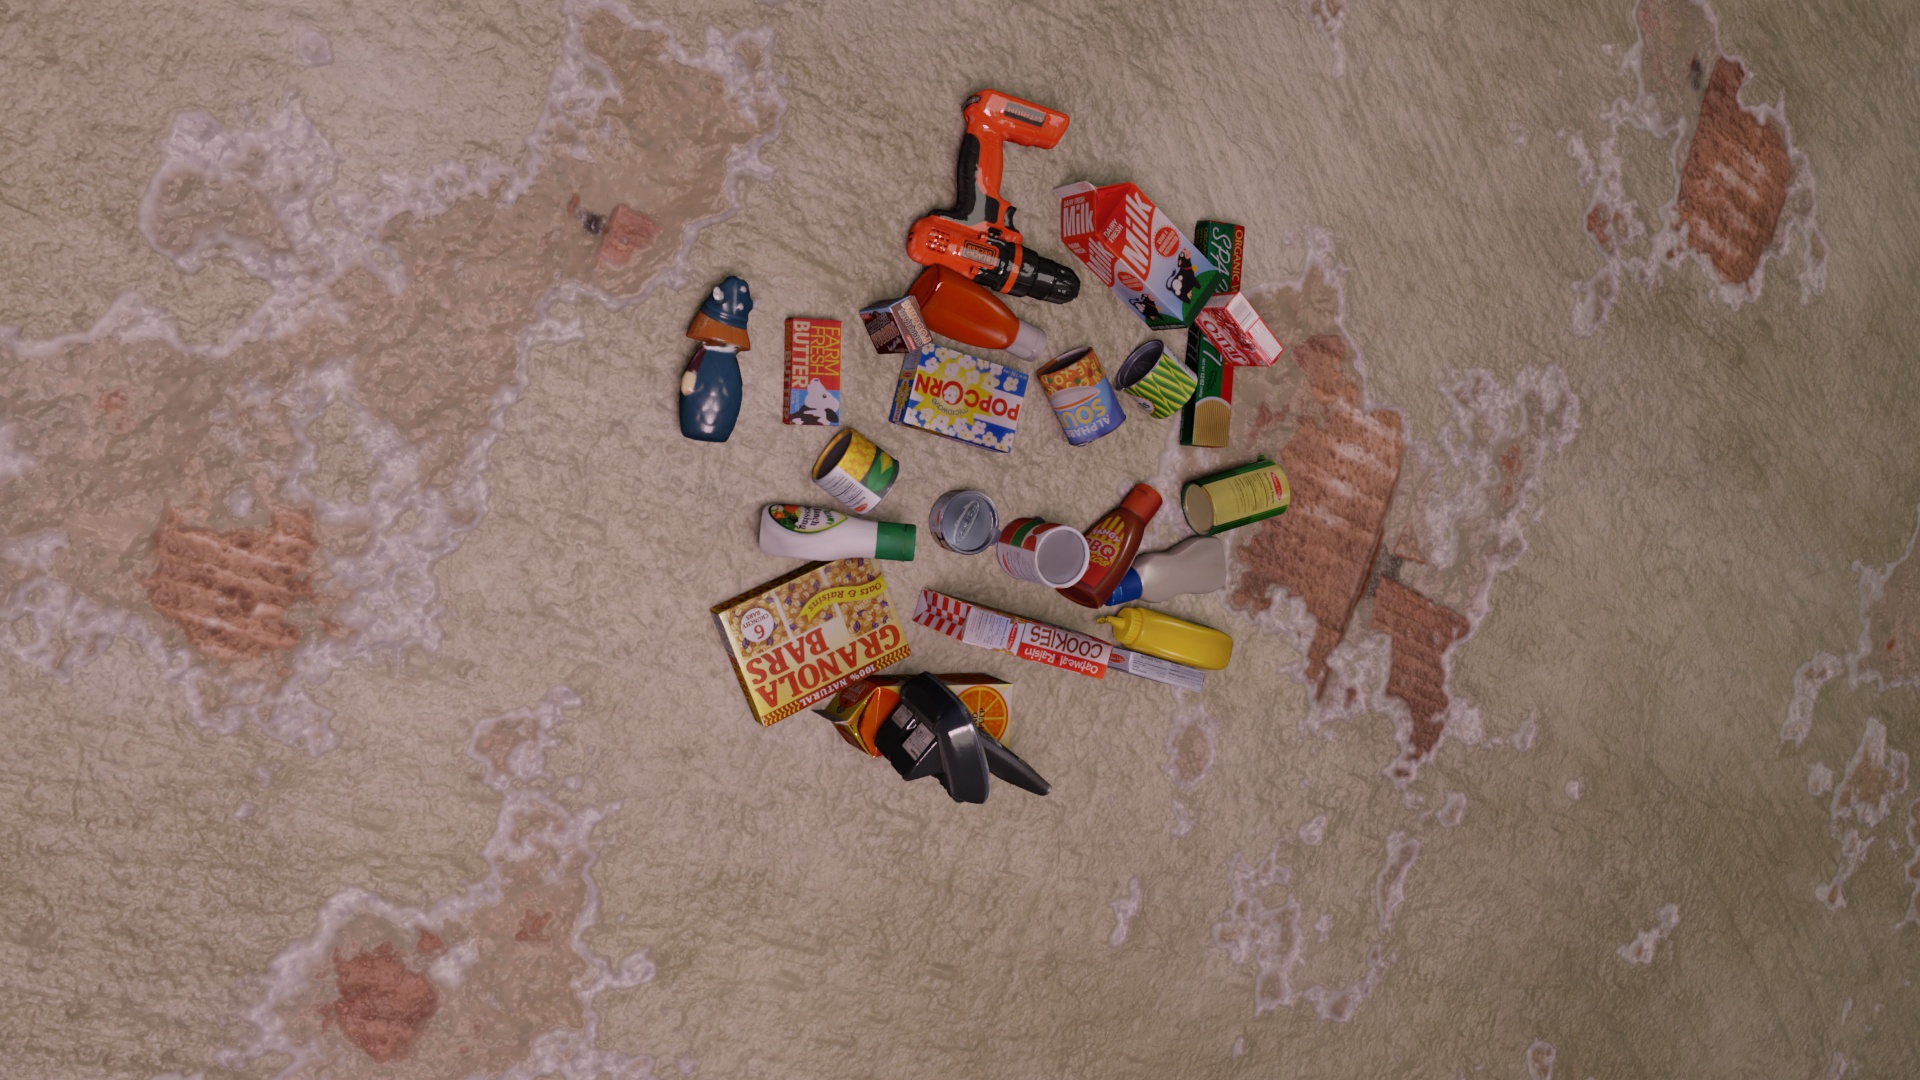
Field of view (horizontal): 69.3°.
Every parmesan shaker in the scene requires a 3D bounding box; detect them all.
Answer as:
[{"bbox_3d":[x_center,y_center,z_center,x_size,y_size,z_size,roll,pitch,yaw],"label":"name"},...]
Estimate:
[{"bbox_3d":[0.305,-0.050,1.548,0.103,0.071,0.071,-16,102,-23],"label":"parmesan shaker"}]

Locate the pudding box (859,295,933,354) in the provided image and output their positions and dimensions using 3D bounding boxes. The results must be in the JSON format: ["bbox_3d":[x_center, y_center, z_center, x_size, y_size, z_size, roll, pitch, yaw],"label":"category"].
[{"bbox_3d":[-0.063,-0.208,1.345,0.030,0.083,0.049,-30,108,-20],"label":"pudding box"}]

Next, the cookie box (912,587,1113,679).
[{"bbox_3d":[0.053,0.093,1.407,0.167,0.123,0.040,17,89,-26],"label":"cookie box"}]

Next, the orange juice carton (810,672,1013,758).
[{"bbox_3d":[-0.049,0.174,1.394,0.193,0.072,0.073,2,94,-26],"label":"orange juice carton"}]

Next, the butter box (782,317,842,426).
[{"bbox_3d":[-0.143,-0.163,1.344,0.053,0.024,0.103,-1,96,-26],"label":"butter box"}]

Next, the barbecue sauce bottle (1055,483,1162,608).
[{"bbox_3d":[0.163,0.003,1.488,0.149,0.065,0.043,-51,142,-22],"label":"barbecue sauce bottle"}]

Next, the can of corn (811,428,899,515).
[{"bbox_3d":[-0.102,-0.069,1.351,0.058,0.071,0.071,36,79,-24],"label":"can of corn"}]

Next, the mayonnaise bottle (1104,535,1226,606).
[{"bbox_3d":[0.221,0.038,1.529,0.148,0.041,0.064,-13,101,-23],"label":"mayonnaise bottle"}]

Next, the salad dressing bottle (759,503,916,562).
[{"bbox_3d":[-0.117,-0.005,1.331,0.148,0.064,0.043,6,118,-4],"label":"salad dressing bottle"}]

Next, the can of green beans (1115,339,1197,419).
[{"bbox_3d":[0.211,-0.172,1.490,0.057,0.071,0.071,39,78,-24],"label":"can of green beans"}]

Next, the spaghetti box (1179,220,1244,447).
[{"bbox_3d":[0.278,-0.228,1.538,0.050,0.028,0.249,2,94,-26],"label":"spaghetti box"}]

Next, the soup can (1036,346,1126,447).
[{"bbox_3d":[0.125,-0.150,1.449,0.071,0.071,0.083,-34,108,-19],"label":"soup can"}]

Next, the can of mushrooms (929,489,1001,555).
[{"bbox_3d":[0.005,-0.018,1.424,0.071,0.033,0.071,-2,95,-26],"label":"can of mushrooms"}]

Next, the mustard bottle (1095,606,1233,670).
[{"bbox_3d":[0.220,0.104,1.523,0.160,0.065,0.049,17,84,-22],"label":"mustard bottle"}]

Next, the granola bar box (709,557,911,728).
[{"bbox_3d":[-0.145,0.090,1.358,0.166,0.039,0.124,-25,104,-22],"label":"granola bar box"}]

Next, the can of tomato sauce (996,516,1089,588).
[{"bbox_3d":[0.087,0.011,1.438,0.071,0.083,0.071,-3,97,-25],"label":"can of tomato sauce"}]

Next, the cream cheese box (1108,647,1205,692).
[{"bbox_3d":[0.213,0.142,1.527,0.104,0.053,0.024,17,86,-26],"label":"cream cheese box"}]

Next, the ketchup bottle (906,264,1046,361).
[{"bbox_3d":[0.020,-0.223,1.399,0.149,0.064,0.044,21,42,-32],"label":"ketchup bottle"}]

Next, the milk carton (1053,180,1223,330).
[{"bbox_3d":[0.179,-0.309,1.458,0.190,0.072,0.073,39,78,-23],"label":"milk carton"}]

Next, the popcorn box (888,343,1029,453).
[{"bbox_3d":[0.000,-0.144,1.406,0.127,0.038,0.085,14,89,-26],"label":"popcorn box"}]
